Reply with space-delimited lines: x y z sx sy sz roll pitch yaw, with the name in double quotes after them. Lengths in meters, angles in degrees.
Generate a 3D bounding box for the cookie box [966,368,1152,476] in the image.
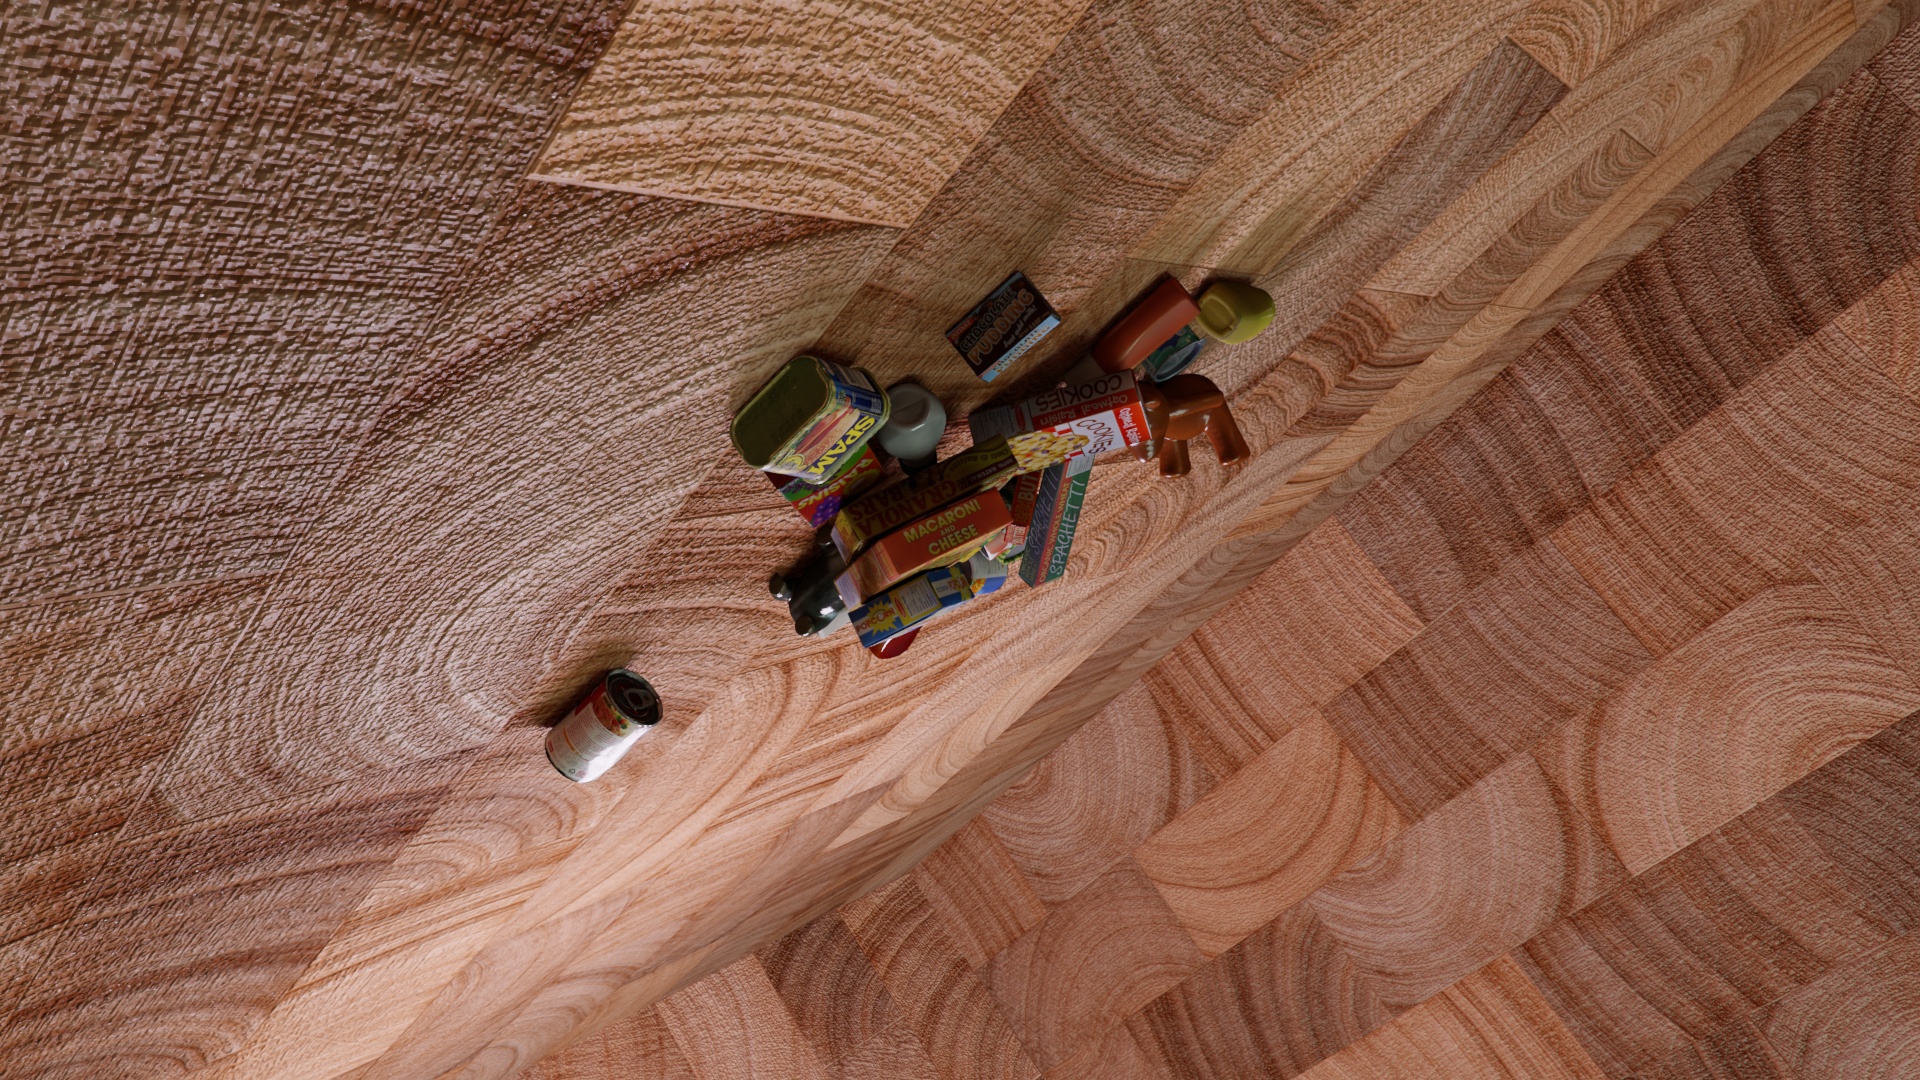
0.102 -0.115 1.391 0.167 0.040 0.123 -15 165 9 "cookie box"

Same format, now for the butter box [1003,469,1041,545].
0.071 -0.051 1.522 0.053 0.024 0.104 101 3 -65 "butter box"

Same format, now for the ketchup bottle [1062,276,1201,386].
0.170 -0.198 1.388 0.148 0.043 0.065 -40 162 15 "ketchup bottle"

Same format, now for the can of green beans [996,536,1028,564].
0.058 -0.013 1.652 0.071 0.058 0.071 -32 163 -11 "can of green beans"

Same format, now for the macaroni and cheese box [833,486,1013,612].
-0.038 0.010 1.278 0.124 0.040 0.166 -25 175 -24 "macaroni and cheese box"

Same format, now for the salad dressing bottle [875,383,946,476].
-0.043 -0.094 1.253 0.064 0.044 0.147 -27 165 -5 "salad dressing bottle"

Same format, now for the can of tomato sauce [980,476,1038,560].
0.050 -0.027 1.583 0.083 0.071 0.071 -33 163 -7 "can of tomato sauce"

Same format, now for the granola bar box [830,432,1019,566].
-0.035 -0.036 1.296 0.166 0.039 0.124 -26 175 -14 "granola bar box"

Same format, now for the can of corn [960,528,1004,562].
0.005 -0.019 1.516 0.058 0.071 0.071 -40 163 16 "can of corn"

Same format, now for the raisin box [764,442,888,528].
-0.117 -0.063 1.197 0.086 0.040 0.123 -35 163 -2 "raisin box"

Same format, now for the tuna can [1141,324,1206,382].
0.229 -0.206 1.502 0.071 0.033 0.071 -33 163 -11 "tuna can"

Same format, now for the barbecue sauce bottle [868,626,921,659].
-0.067 0.092 1.718 0.065 0.044 0.147 -25 160 -34 "barbecue sauce bottle"

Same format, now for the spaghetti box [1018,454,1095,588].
0.113 -0.057 1.528 0.050 0.029 0.248 -19 135 -38 "spaghetti box"

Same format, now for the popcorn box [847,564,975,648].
-0.044 0.061 1.305 0.085 0.038 0.127 -28 175 14 "popcorn box"

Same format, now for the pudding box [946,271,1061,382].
0.036 -0.179 1.164 0.083 0.050 0.030 -39 165 13 "pudding box"

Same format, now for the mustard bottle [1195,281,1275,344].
0.305 -0.246 1.494 0.048 0.065 0.161 -51 162 29 "mustard bottle"

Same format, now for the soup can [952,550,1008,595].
0.007 0.036 1.671 0.071 0.071 0.084 -44 161 24 "soup can"

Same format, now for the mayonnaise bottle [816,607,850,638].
-0.103 0.052 1.541 0.148 0.041 0.064 -33 167 -12 "mayonnaise bottle"
